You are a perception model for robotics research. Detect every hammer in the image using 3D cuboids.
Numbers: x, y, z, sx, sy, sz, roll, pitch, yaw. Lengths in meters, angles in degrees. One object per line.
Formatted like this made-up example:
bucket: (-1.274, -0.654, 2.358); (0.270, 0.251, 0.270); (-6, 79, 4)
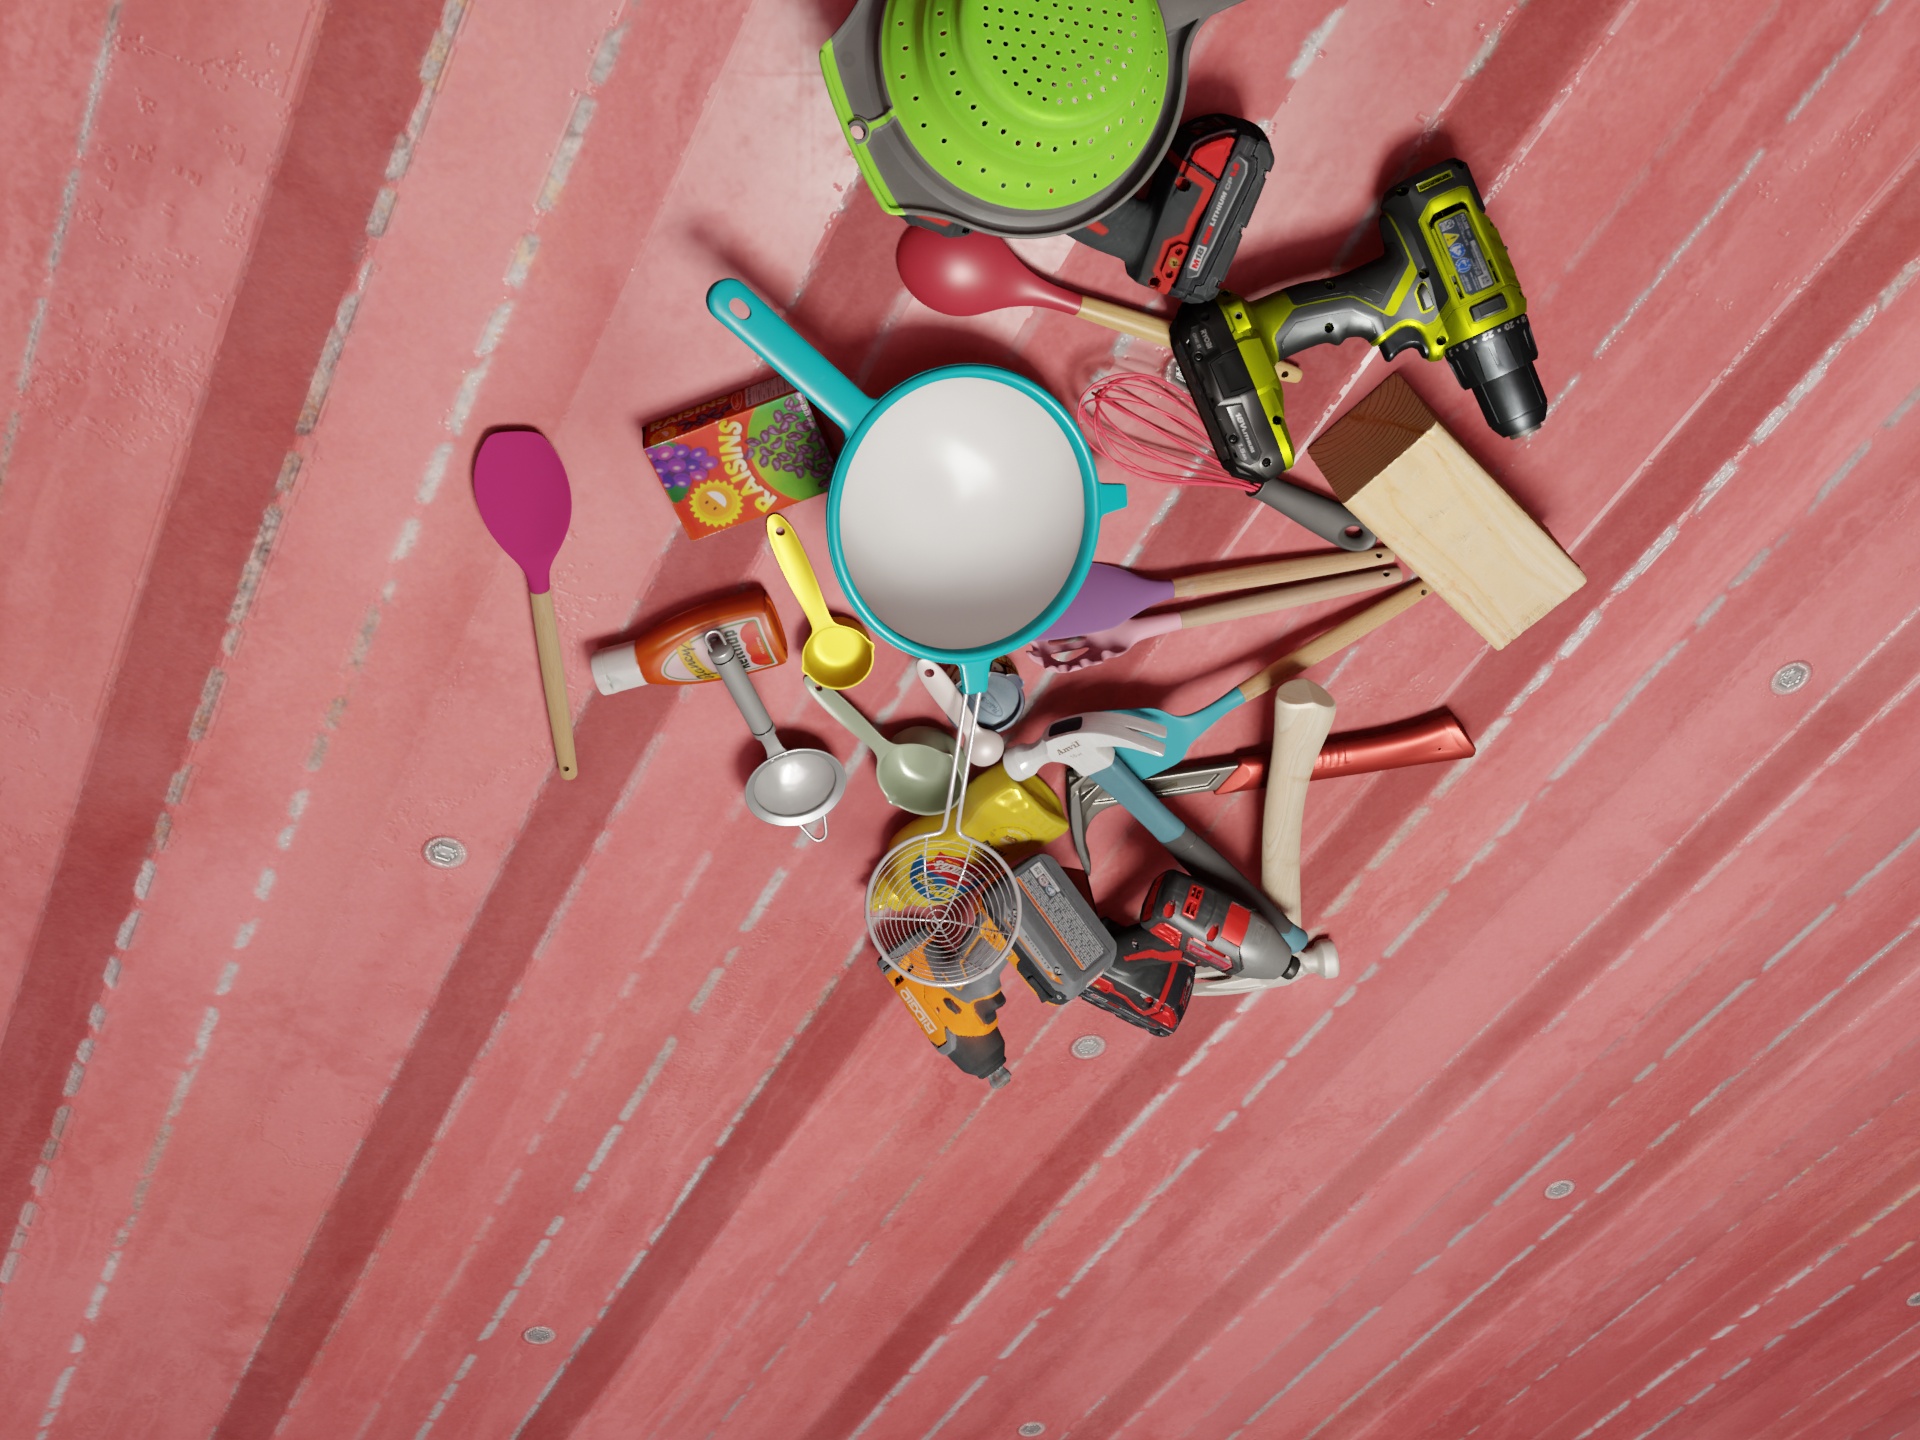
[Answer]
hammer: (0.272, 0.050, 1.405); (0.359, 0.037, 0.149); (-8, 128, -1)
hammer: (0.189, 0.105, 1.367); (0.128, 0.033, 0.330); (-27, 123, 35)
hammer: (0.277, 0.117, 1.418); (0.146, 0.038, 0.410); (-9, 137, -1)

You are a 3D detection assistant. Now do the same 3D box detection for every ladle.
ladle: (0.106, -0.287, 1.130); (0.315, 0.031, 0.069); (12, 124, -19)

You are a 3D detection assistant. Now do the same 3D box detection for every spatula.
spatula: (0.194, -0.112, 1.271); (0.316, 0.018, 0.060); (-8, 85, -5)
spatula: (0.251, -0.041, 1.322); (0.317, 0.044, 0.082); (-30, 115, 1)

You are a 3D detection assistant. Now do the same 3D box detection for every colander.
colander: (0.118, -0.423, 0.924); (0.397, 0.094, 0.204); (-26, 102, -8)

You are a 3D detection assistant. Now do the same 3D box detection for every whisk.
whisk: (0.210, -0.188, 1.203); (0.295, 0.073, 0.073); (20, 122, -29)

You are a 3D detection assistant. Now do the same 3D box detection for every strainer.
strainer: (-0.156, 0.009, 1.285); (0.087, 0.050, 0.258); (-22, 140, -1)
strainer: (-0.055, -0.189, 1.129); (0.340, 0.095, 0.211); (39, 85, -25)

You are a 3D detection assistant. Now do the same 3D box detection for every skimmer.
skimmer: (0.005, 0.027, 1.248); (0.127, 0.090, 0.363); (8, 107, -3)

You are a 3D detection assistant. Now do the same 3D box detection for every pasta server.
pasta server: (0.205, -0.089, 1.287); (0.316, 0.060, 0.040); (-12, 163, -2)

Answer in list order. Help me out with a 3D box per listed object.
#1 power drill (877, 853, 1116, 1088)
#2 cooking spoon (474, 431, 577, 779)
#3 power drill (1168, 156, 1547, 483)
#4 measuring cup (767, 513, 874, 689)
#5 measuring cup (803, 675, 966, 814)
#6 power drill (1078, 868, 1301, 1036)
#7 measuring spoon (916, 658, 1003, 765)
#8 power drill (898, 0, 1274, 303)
power drill: (0.035, 0.230, 1.406); (0.164, 0.084, 0.226); (54, 135, 6)
cooking spoon: (-0.323, -0.080, 1.232); (0.068, 0.017, 0.318); (-2, 127, -5)
power drill: (0.278, -0.252, 1.095); (0.228, 0.080, 0.190); (-24, 94, 5)
measuring cup: (-0.115, -0.097, 1.251); (0.062, 0.029, 0.156); (-20, 116, 7)
measuring cup: (-0.063, 0.010, 1.333); (0.167, 0.038, 0.083); (42, 126, -13)
power drill: (0.197, 0.209, 1.415); (0.143, 0.079, 0.219); (27, 151, -8)
measuring spoon: (-0.002, -0.004, 1.291); (0.034, 0.018, 0.124); (-27, 126, 13)
power drill: (0.083, -0.382, 1.022); (0.226, 0.080, 0.187); (15, 117, -13)
